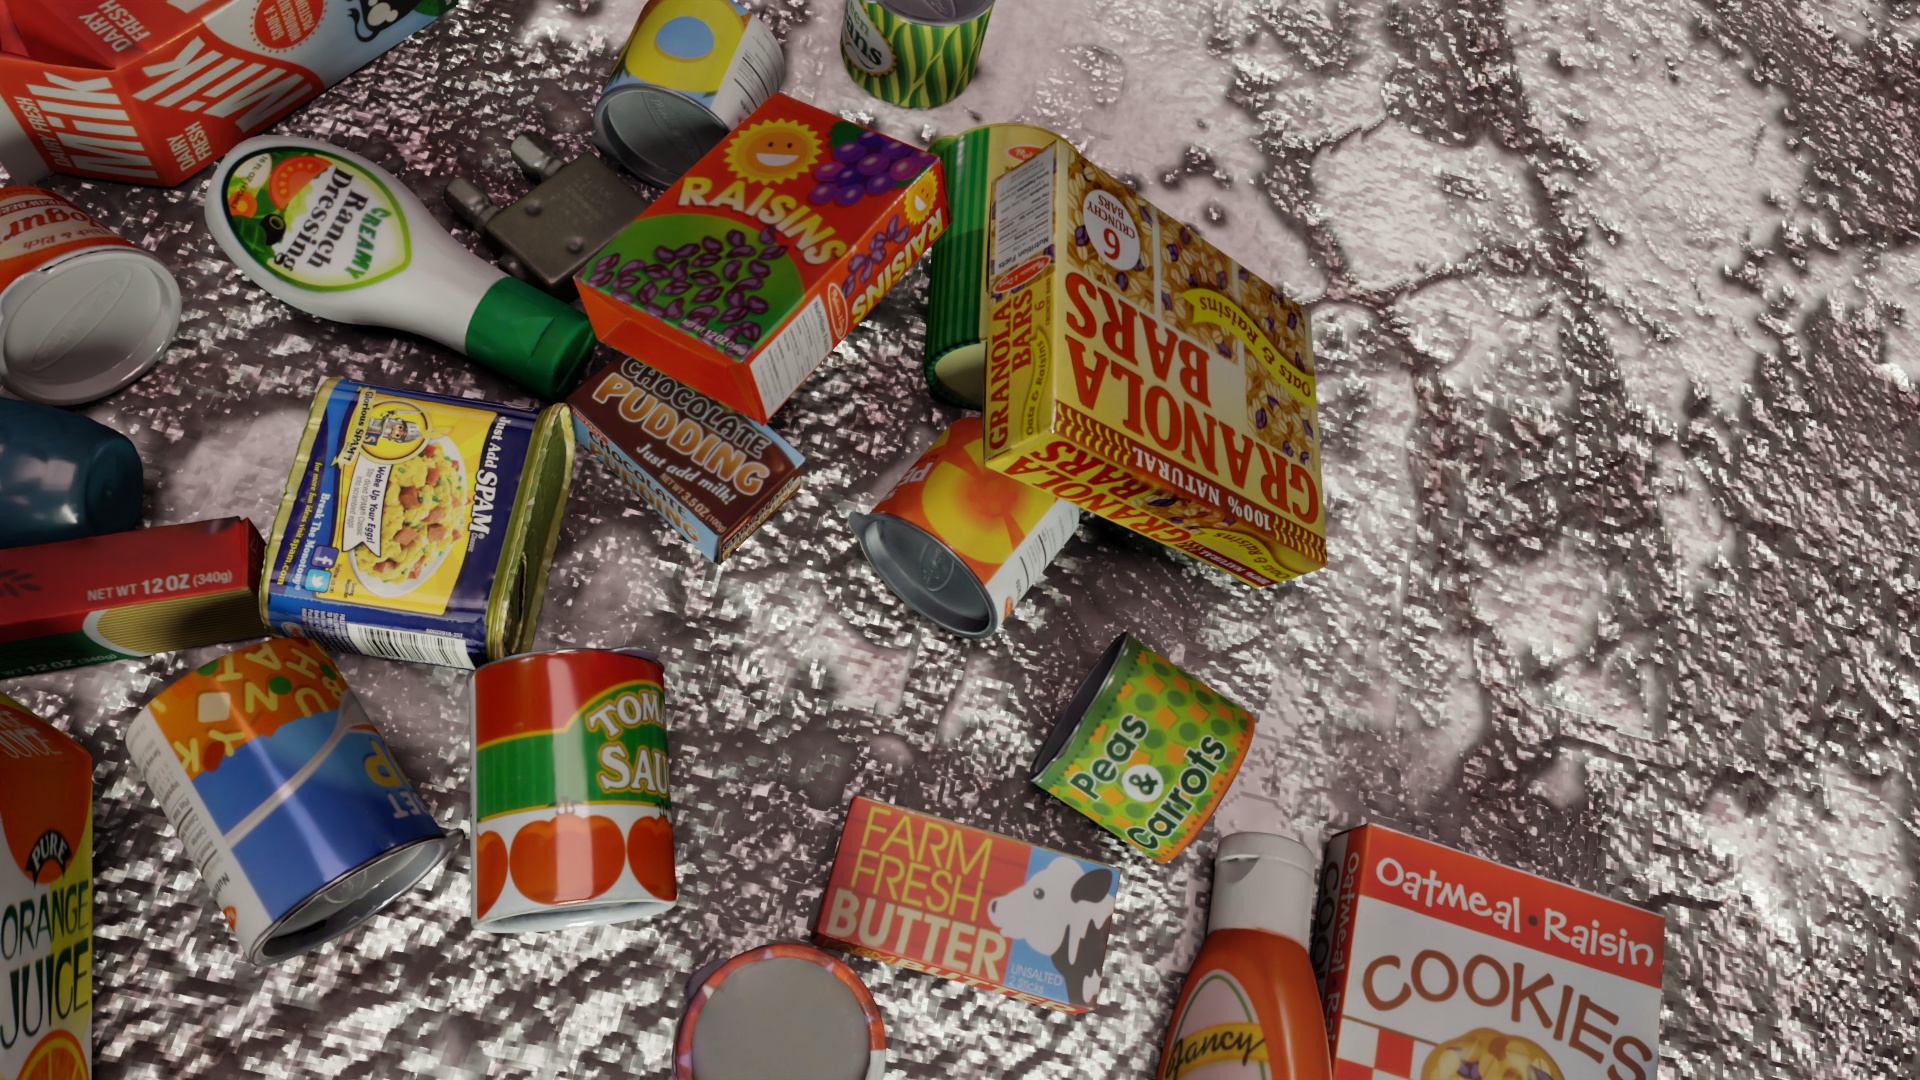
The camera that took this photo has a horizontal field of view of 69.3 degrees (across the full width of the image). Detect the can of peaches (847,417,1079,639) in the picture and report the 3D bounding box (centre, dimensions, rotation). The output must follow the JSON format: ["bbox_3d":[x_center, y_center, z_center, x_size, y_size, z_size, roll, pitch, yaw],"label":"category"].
[{"bbox_3d":[0.002,-0.007,0.536,0.071,0.071,0.058,39,65,5],"label":"can of peaches"}]

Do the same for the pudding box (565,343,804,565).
[{"bbox_3d":[-0.107,-0.037,0.545,0.084,0.030,0.050,41,65,6],"label":"pudding box"}]

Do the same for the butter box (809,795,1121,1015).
[{"bbox_3d":[0.002,0.131,0.502,0.103,0.024,0.053,17,65,-5],"label":"butter box"}]

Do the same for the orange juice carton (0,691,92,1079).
[{"bbox_3d":[-0.297,0.119,0.390,0.073,0.071,0.192,-2,84,-13],"label":"orange juice carton"}]

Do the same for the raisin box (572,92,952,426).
[{"bbox_3d":[-0.073,-0.112,0.537,0.086,0.040,0.124,27,62,23],"label":"raisin box"}]

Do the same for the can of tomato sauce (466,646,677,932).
[{"bbox_3d":[-0.129,0.085,0.468,0.071,0.071,0.083,-3,69,-13],"label":"can of tomato sauce"}]

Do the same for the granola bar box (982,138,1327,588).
[{"bbox_3d":[0.080,-0.063,0.548,0.165,0.039,0.124,22,60,-39],"label":"granola bar box"}]

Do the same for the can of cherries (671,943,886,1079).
[{"bbox_3d":[-0.063,0.166,0.454,0.071,0.058,0.072,4,67,-11],"label":"can of cherries"}]

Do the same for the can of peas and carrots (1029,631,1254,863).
[{"bbox_3d":[0.067,0.077,0.513,0.059,0.070,0.071,33,65,2],"label":"can of peas and carrots"}]

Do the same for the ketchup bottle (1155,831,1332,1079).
[{"bbox_3d":[0.100,0.178,0.486,0.043,0.064,0.149,38,51,-33],"label":"ketchup bottle"}]

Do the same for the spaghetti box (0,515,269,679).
[{"bbox_3d":[-0.360,0.032,0.451,0.251,0.050,0.029,-9,69,-16],"label":"spaghetti box"}]

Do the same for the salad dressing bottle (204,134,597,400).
[{"bbox_3d":[-0.215,-0.104,0.541,0.148,0.044,0.064,27,81,0],"label":"salad dressing bottle"}]

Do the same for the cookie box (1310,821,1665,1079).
[{"bbox_3d":[0.184,0.201,0.504,0.123,0.040,0.168,18,66,-4],"label":"cookie box"}]

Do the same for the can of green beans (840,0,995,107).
[{"bbox_3d":[-0.020,-0.242,0.635,0.071,0.057,0.071,4,67,-11],"label":"can of green beans"}]

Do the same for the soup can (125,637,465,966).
[{"bbox_3d":[-0.216,0.082,0.453,0.071,0.071,0.084,-33,78,-22],"label":"soup can"}]

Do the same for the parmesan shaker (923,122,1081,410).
[{"bbox_3d":[0.016,-0.114,0.584,0.071,0.071,0.103,7,67,-9],"label":"parmesan shaker"}]

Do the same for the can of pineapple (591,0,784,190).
[{"bbox_3d":[-0.115,-0.189,0.588,0.071,0.070,0.058,18,65,-5],"label":"can of pineapple"}]

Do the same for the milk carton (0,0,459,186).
[{"bbox_3d":[-0.302,-0.213,0.553,0.073,0.072,0.191,41,66,6],"label":"milk carton"}]

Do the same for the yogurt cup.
[{"bbox_3d":[-0.329,-0.091,0.502,0.054,0.072,0.073,39,65,14],"label":"yogurt cup"}]
